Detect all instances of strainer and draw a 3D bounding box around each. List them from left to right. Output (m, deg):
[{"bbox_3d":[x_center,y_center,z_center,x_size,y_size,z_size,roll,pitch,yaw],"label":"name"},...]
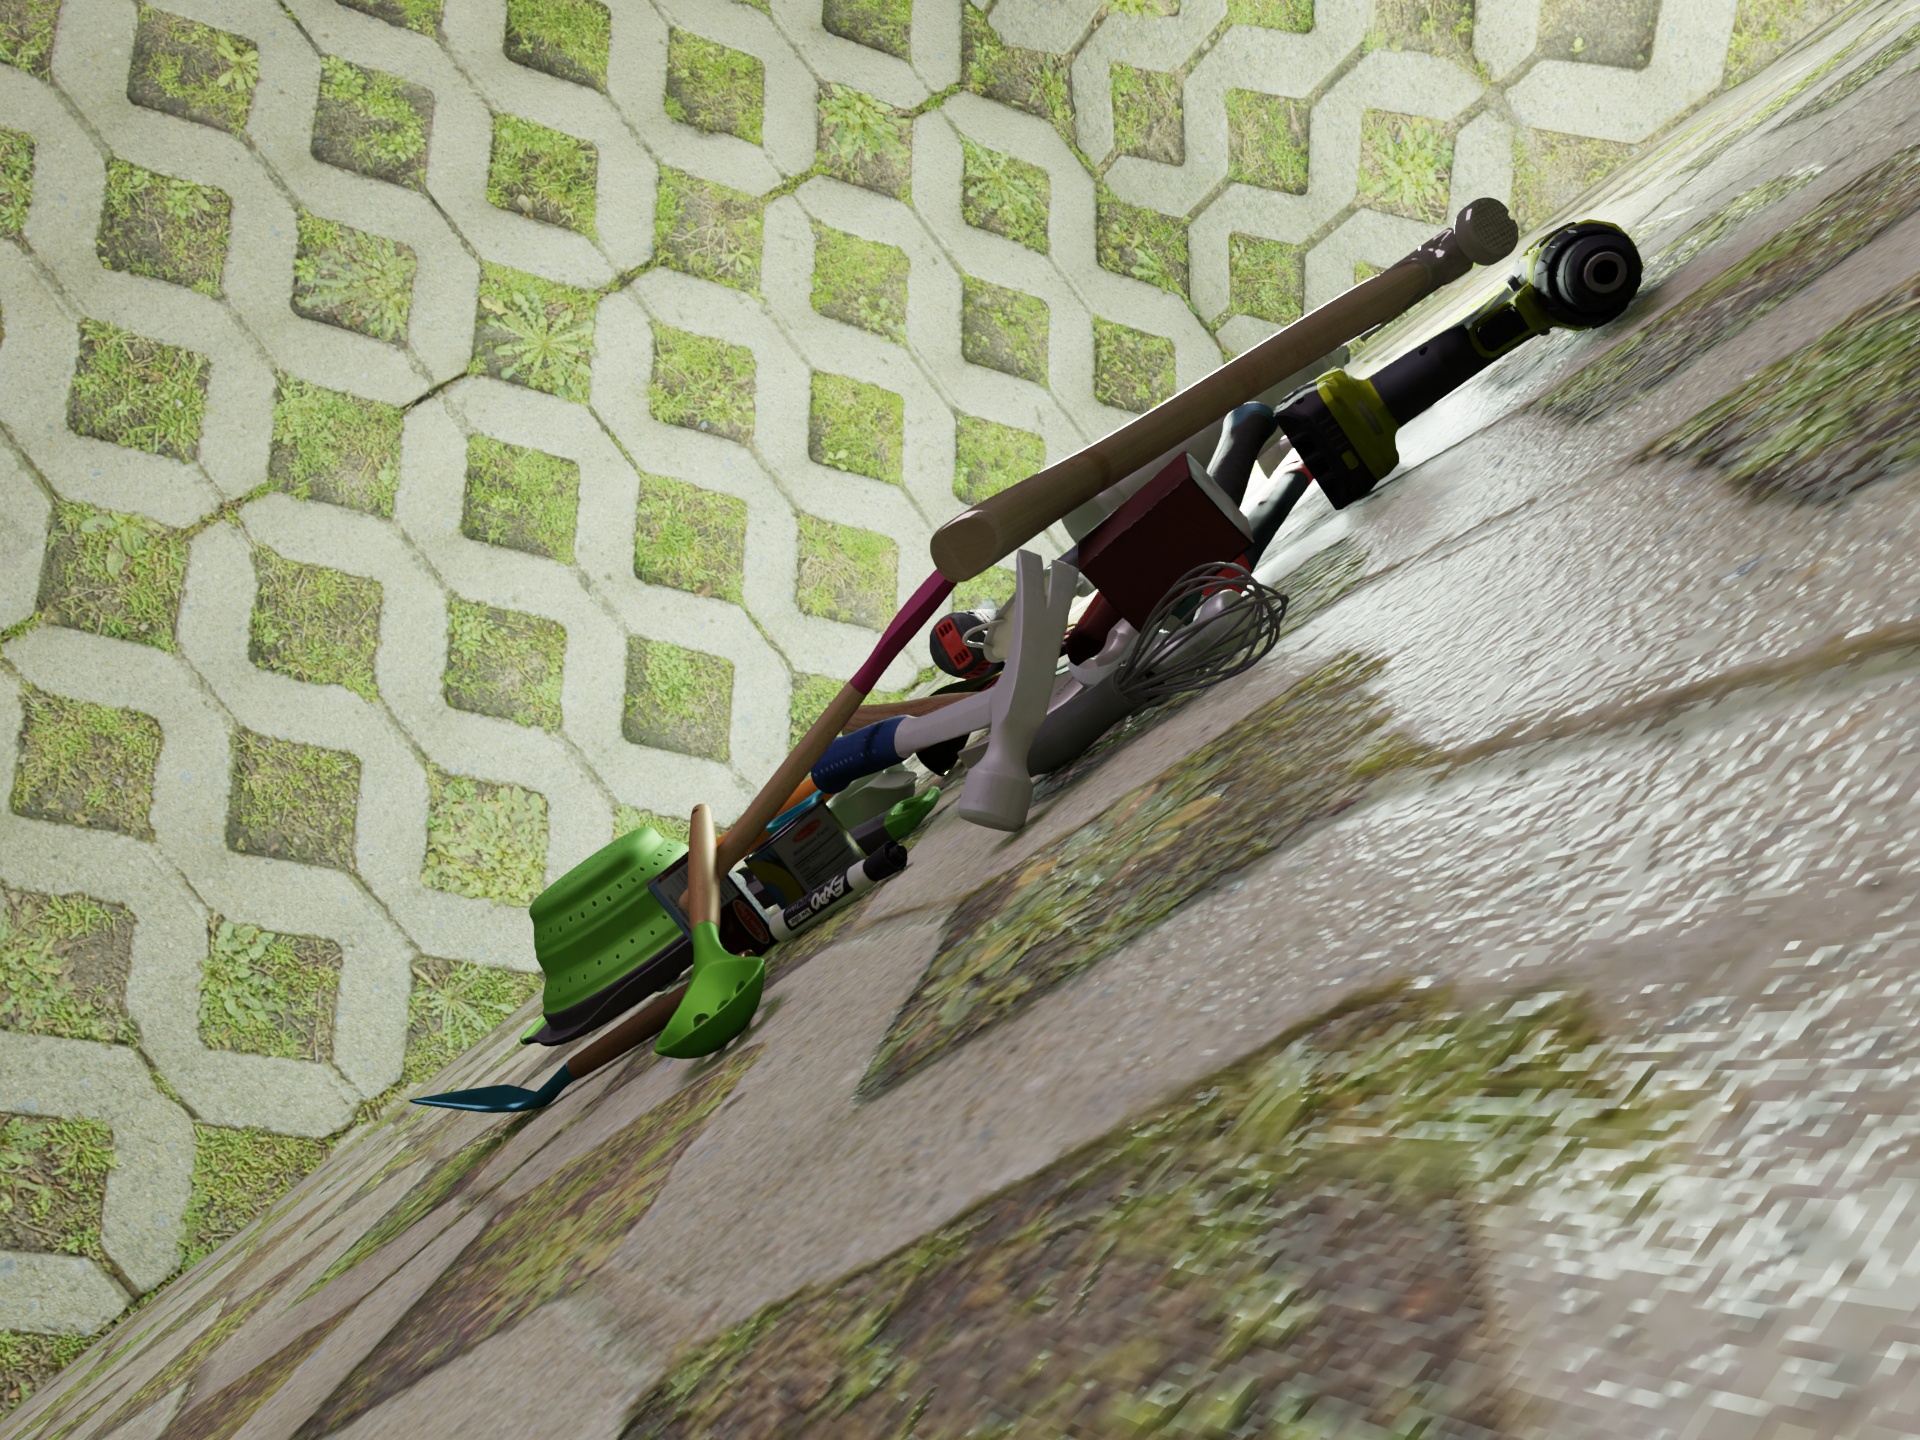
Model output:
[{"bbox_3d":[0.092,-0.101,1.217,0.258,0.050,0.086,-38,-22,-46],"label":"strainer"}]

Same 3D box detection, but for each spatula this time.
[{"bbox_3d":[-0.249,0.215,1.076,0.317,0.044,0.082,-33,-22,30],"label":"spatula"}]

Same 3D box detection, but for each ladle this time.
[{"bbox_3d":[0.099,-0.056,1.236,0.320,0.062,0.078,-30,-7,11],"label":"ladle"}]

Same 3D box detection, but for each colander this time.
[{"bbox_3d":[-0.190,0.110,1.157,0.397,0.094,0.204,-29,9,27],"label":"colander"}]

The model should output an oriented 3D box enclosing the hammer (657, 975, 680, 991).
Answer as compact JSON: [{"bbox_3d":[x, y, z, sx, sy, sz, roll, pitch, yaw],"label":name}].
[{"bbox_3d":[-0.284,0.217,1.447,0.149,0.036,0.359,-40,5,-35],"label":"hammer"}]

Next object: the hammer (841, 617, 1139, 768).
[{"bbox_3d":[-0.002,-0.003,1.084,0.130,0.031,0.331,-45,17,-24],"label":"hammer"}]

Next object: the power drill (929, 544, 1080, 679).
[{"bbox_3d":[0.095,-0.109,1.427,0.226,0.080,0.187,-36,-17,22],"label":"power drill"}]

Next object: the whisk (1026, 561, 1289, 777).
[{"bbox_3d":[0.083,-0.015,0.799,0.055,0.055,0.239,-40,0,-34],"label":"whisk"}]

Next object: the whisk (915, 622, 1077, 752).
[{"bbox_3d":[0.016,-0.013,1.173,0.245,0.047,0.051,-25,6,38],"label":"whisk"}]

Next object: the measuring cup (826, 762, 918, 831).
[{"bbox_3d":[-0.055,0.061,1.234,0.083,0.038,0.167,-38,9,-19],"label":"measuring cup"}]

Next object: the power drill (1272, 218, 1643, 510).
[{"bbox_3d":[0.313,-0.228,0.989,0.228,0.080,0.190,-33,5,19],"label":"power drill"}]

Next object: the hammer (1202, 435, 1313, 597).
[{"bbox_3d":[0.247,-0.172,1.152,0.143,0.038,0.386,-23,13,30],"label":"hammer"}]

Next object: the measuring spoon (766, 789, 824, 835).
[{"bbox_3d":[-0.100,0.061,1.241,0.042,0.021,0.128,-23,9,46],"label":"measuring spoon"}]

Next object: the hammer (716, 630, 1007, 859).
[{"bbox_3d":[-0.094,0.041,1.342,0.337,0.034,0.127,-33,-17,-2],"label":"hammer"}]

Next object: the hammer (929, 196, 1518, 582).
[{"bbox_3d":[0.145,-0.185,0.924,0.410,0.038,0.146,-33,3,-24],"label":"hammer"}]

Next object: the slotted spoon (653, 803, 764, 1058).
[{"bbox_3d":[-0.146,0.111,0.923,0.070,0.031,0.314,-37,21,3],"label":"slotted spoon"}]

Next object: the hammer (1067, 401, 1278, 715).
[{"bbox_3d":[0.147,-0.110,0.953,0.128,0.033,0.331,-35,17,37],"label":"hammer"}]

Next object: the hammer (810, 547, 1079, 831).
[{"bbox_3d":[-0.026,0.004,0.961,0.405,0.035,0.144,160,126,-71],"label":"hammer"}]

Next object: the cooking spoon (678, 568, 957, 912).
[{"bbox_3d":[-0.080,0.000,1.011,0.319,0.017,0.069,-51,11,9],"label":"cooking spoon"}]
